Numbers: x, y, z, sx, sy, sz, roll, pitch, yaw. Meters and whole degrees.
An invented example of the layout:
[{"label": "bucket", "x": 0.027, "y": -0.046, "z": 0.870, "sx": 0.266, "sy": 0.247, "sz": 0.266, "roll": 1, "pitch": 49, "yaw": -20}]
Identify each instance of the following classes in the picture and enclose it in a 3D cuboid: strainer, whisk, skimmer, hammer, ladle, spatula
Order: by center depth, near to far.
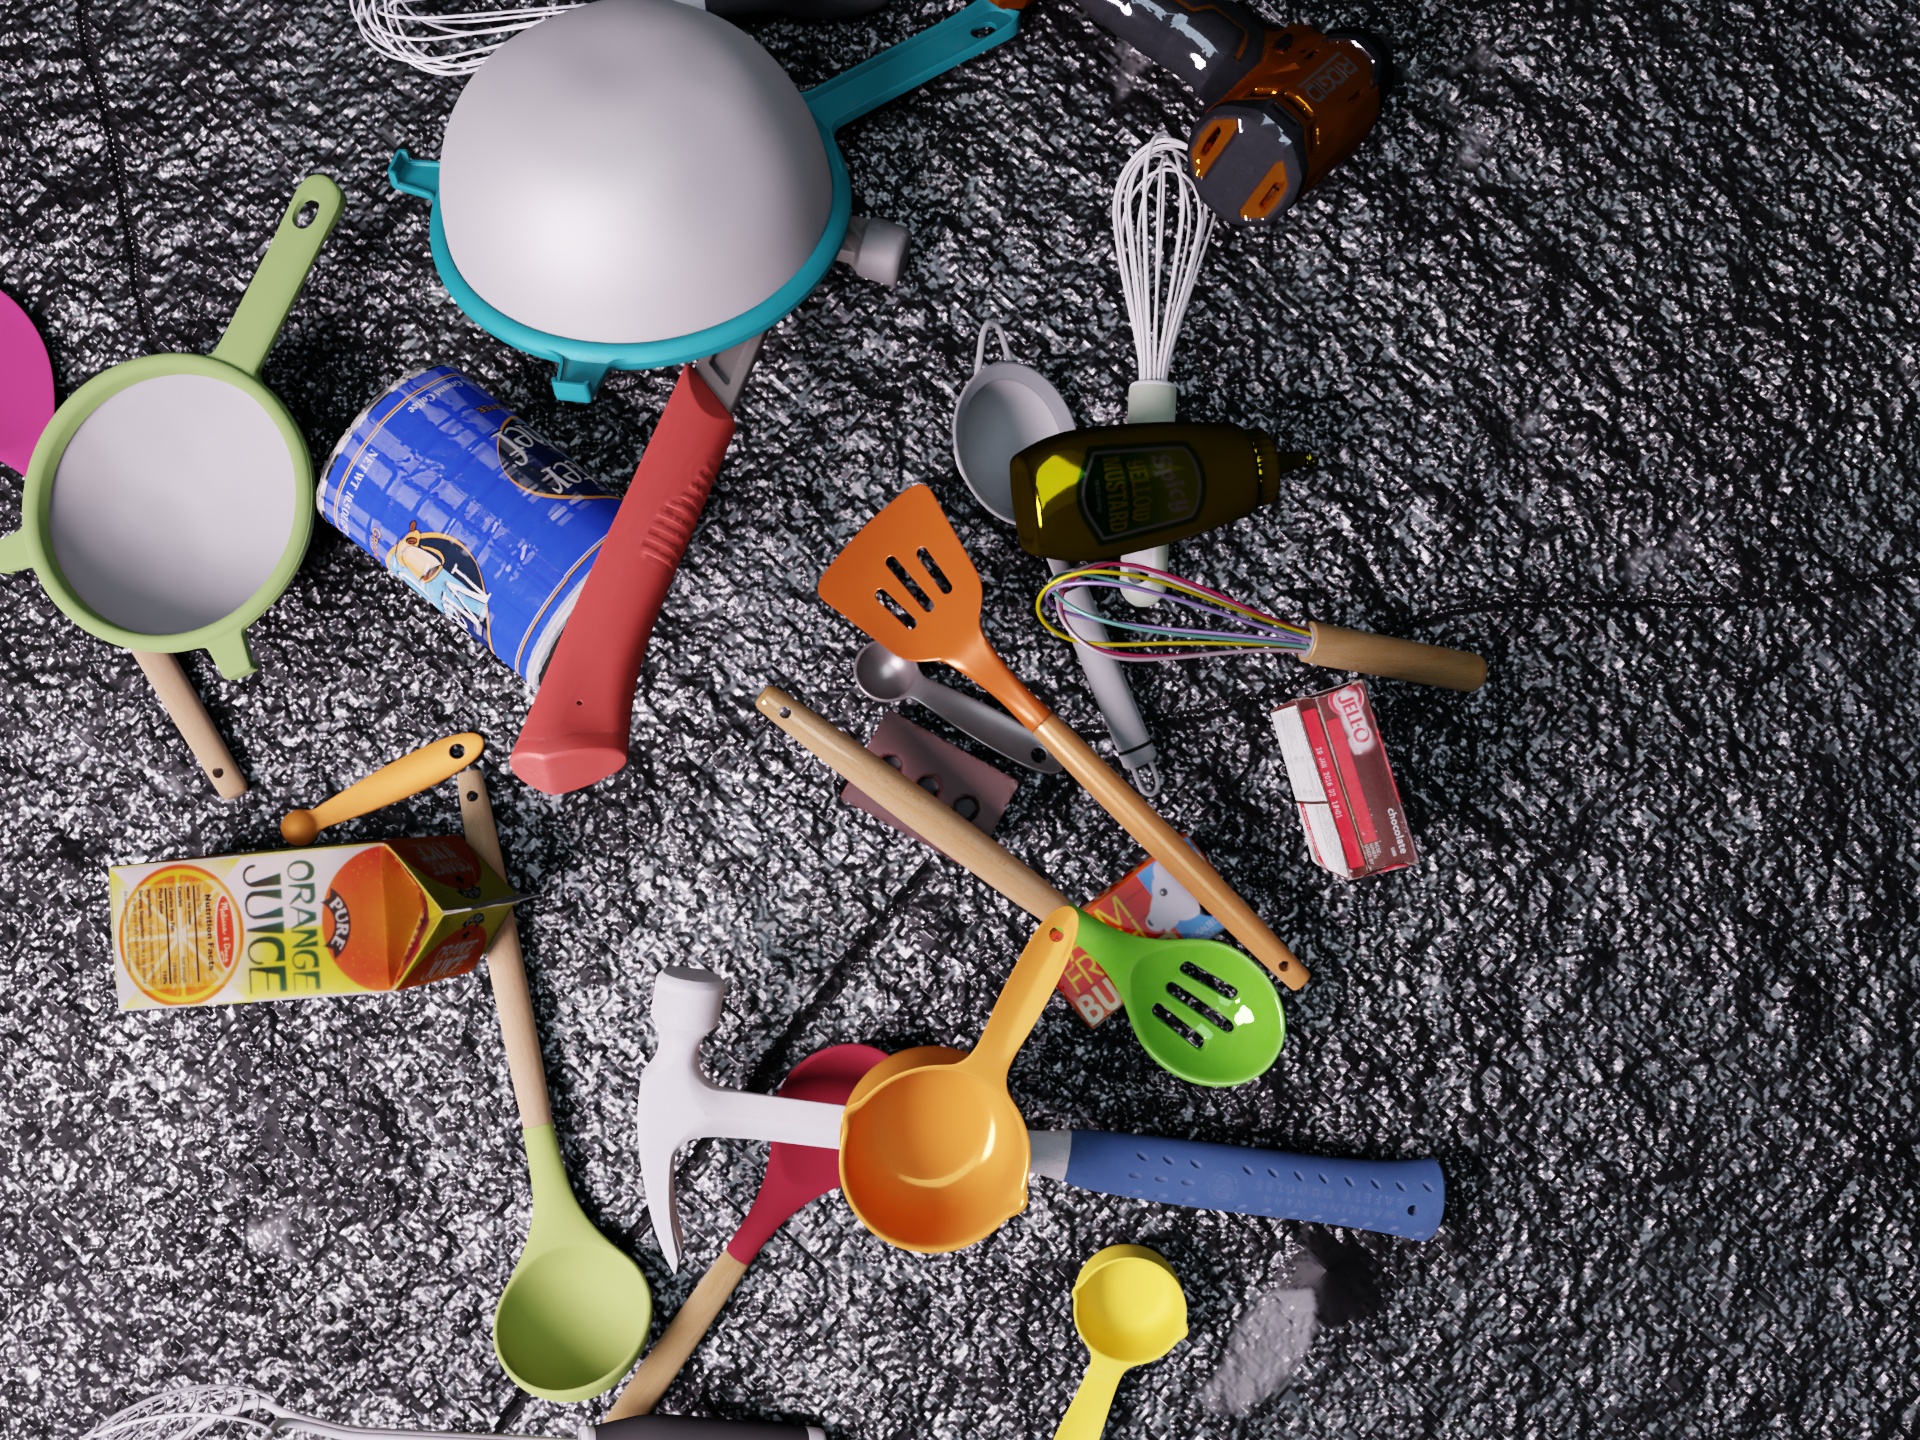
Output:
[{"label": "skimmer", "x": -0.242, "y": 0.368, "z": 0.748, "sx": 0.363, "sy": 0.127, "sz": 0.090, "roll": 12, "pitch": 83, "yaw": -21}, {"label": "hammer", "x": -0.141, "y": -0.129, "z": 0.759, "sx": 0.149, "sy": 0.036, "sz": 0.359, "roll": 16, "pitch": 61, "yaw": 2}, {"label": "strainer", "x": -0.109, "y": -0.312, "z": 0.782, "sx": 0.340, "sy": 0.095, "sz": 0.211, "roll": -33, "pitch": 65, "yaw": -15}, {"label": "hammer", "x": 0.041, "y": 0.222, "z": 0.795, "sx": 0.405, "sy": 0.035, "sz": 0.144, "roll": 9, "pitch": 94, "yaw": -6}, {"label": "ladle", "x": -0.221, "y": 0.180, "z": 0.809, "sx": 0.078, "sy": 0.062, "sz": 0.320, "roll": -11, "pitch": 84, "yaw": -14}, {"label": "spatula", "x": 0.060, "y": 0.017, "z": 0.810, "sx": 0.322, "sy": 0.041, "sz": 0.081, "roll": 45, "pitch": 99, "yaw": 0}, {"label": "whisk", "x": 0.155, "y": -0.043, "z": 0.814, "sx": 0.245, "sy": 0.051, "sz": 0.047, "roll": 9, "pitch": 110, "yaw": -13}, {"label": "ladle", "x": -0.128, "y": 0.297, "z": 0.817, "sx": 0.069, "sy": 0.031, "sz": 0.315, "roll": 35, "pitch": 89, "yaw": -3}, {"label": "strainer", "x": -0.369, "y": -0.154, "z": 0.819, "sx": 0.151, "sy": 0.069, "sz": 0.256, "roll": 24, "pitch": 86, "yaw": 6}, {"label": "strainer", "x": 0.050, "y": -0.079, "z": 0.830, "sx": 0.087, "sy": 0.050, "sz": 0.258, "roll": -24, "pitch": 93, "yaw": -37}, {"label": "whisk", "x": 0.101, "y": -0.183, "z": 0.833, "sx": 0.058, "sy": 0.059, "sz": 0.246, "roll": 3, "pitch": 92, "yaw": 27}, {"label": "whisk", "x": -0.175, "y": -0.381, "z": 0.842, "sx": 0.284, "sy": 0.070, "sz": 0.070, "roll": -5, "pitch": 87, "yaw": -6}]

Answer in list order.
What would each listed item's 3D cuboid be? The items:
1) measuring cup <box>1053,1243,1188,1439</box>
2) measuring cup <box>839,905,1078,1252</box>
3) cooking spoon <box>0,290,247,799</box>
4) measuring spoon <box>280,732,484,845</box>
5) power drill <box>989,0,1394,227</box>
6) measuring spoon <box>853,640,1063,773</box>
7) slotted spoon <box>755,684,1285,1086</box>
[{"label": "measuring cup", "x": 0.069, "y": 0.341, "z": 0.820, "sx": 0.062, "sy": 0.029, "sz": 0.156, "roll": 21, "pitch": 99, "yaw": 0}, {"label": "measuring cup", "x": 0.007, "y": 0.160, "z": 0.744, "sx": 0.095, "sy": 0.052, "sz": 0.173, "roll": 29, "pitch": 89, "yaw": -7}, {"label": "cooking spoon", "x": -0.463, "y": -0.096, "z": 0.841, "sx": 0.069, "sy": 0.017, "sz": 0.319, "roll": -31, "pitch": 87, "yaw": -7}, {"label": "measuring spoon", "x": -0.305, "y": 0.035, "z": 0.837, "sx": 0.117, "sy": 0.011, "sz": 0.021, "roll": -26, "pitch": 87, "yaw": -1}, {"label": "power drill", "x": 0.119, "y": -0.368, "z": 0.813, "sx": 0.226, "sy": 0.084, "sz": 0.164, "roll": 43, "pitch": 55, "yaw": 2}, {"label": "measuring spoon", "x": -0.001, "y": -0.003, "z": 0.840, "sx": 0.124, "sy": 0.018, "sz": 0.034, "roll": 29, "pitch": 70, "yaw": -5}, {"label": "slotted spoon", "x": 0.030, "y": 0.078, "z": 0.781, "sx": 0.313, "sy": 0.031, "sz": 0.070, "roll": 36, "pitch": 88, "yaw": -10}]
